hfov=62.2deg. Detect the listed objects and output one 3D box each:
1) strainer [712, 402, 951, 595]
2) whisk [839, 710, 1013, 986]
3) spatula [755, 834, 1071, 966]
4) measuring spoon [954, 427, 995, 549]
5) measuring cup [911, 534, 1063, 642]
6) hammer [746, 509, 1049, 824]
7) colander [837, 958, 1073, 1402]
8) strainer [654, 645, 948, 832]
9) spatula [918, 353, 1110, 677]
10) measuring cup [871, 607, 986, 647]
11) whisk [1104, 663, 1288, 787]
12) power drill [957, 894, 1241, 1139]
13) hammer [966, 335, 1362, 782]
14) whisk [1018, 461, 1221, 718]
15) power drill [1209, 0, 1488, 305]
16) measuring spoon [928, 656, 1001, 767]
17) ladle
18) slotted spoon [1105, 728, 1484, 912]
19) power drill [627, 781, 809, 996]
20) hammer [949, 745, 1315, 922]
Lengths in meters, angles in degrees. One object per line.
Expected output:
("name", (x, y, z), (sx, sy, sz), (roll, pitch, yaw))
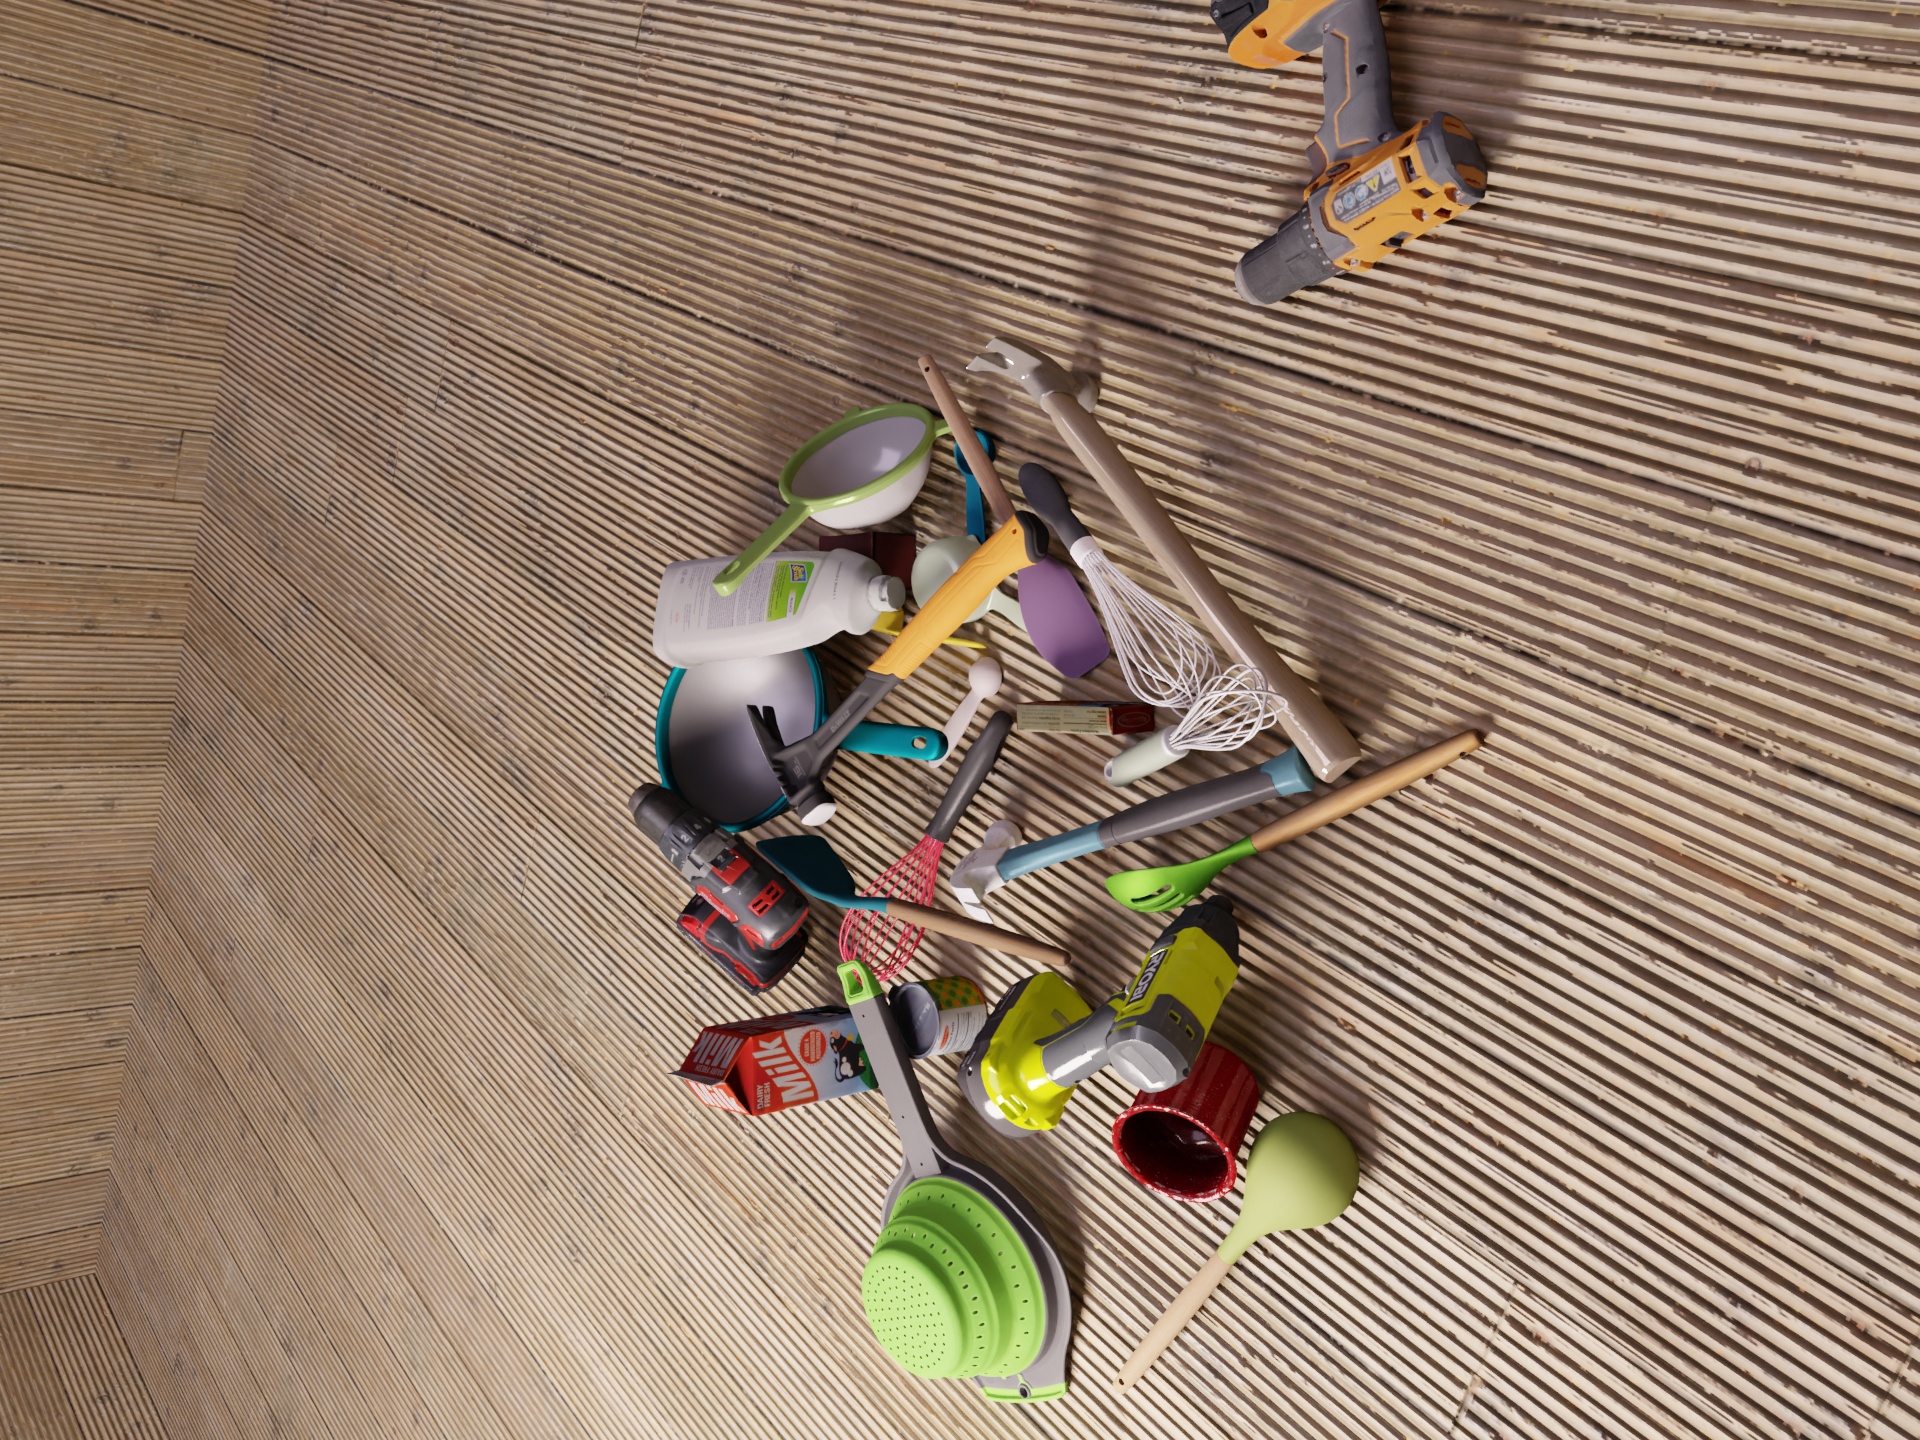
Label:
("strainer", (-0.113, -0.178, 1.390), (0.152, 0.256, 0.069), (17, 145, 45))
("whisk", (-0.029, 0.115, 1.390), (0.073, 0.073, 0.295), (44, 115, 37))
("spatula", (-0.038, 0.149, 1.316), (0.318, 0.082, 0.044), (11, 98, 39))
("measuring spoon", (0.019, -0.188, 1.374), (0.042, 0.021, 0.128), (6, 104, 44))
("measuring cup", (0.020, -0.100, 1.347), (0.168, 0.038, 0.083), (35, 122, 37))
("hammer", (-0.052, -0.059, 1.337), (0.337, 0.034, 0.127), (-44, 63, 26))
("colander", (-0.045, 0.397, 1.324), (0.204, 0.094, 0.397), (-27, 83, 44))
("strainer", (-0.133, 0.013, 1.479), (0.340, 0.095, 0.211), (6, 83, 35))
("spatula", (0.035, -0.176, 1.327), (0.060, 0.018, 0.316), (-34, 72, 25))
("measuring cup", (-0.039, -0.088, 1.412), (0.157, 0.062, 0.029), (12, 89, 35))
("whisk", (0.161, 0.013, 1.150), (0.246, 0.059, 0.058), (142, 133, -67))
("power drill", (0.111, 0.220, 1.187), (0.080, 0.171, 0.223), (46, 134, -9))
("hammer", (0.150, -0.124, 1.158), (0.038, 0.146, 0.411), (-45, 64, 24))
("whisk", (0.114, -0.109, 1.246), (0.070, 0.070, 0.285), (-55, 49, 31))
("power drill", (0.244, -0.413, 1.094), (0.185, 0.084, 0.226), (-24, 77, 45))
("measuring spoon", (-0.002, -0.004, 1.389), (0.034, 0.018, 0.124), (53, 126, 32))
("ladle", (0.193, 0.406, 1.180), (0.078, 0.062, 0.320), (46, 128, 27))
("slotted spoon", (0.230, 0.077, 1.128), (0.313, 0.070, 0.031), (-31, 50, 35))
("power drill", (-0.221, 0.153, 1.458), (0.188, 0.080, 0.226), (39, 160, 12))
("hammer", (0.123, 0.081, 1.209), (0.331, 0.128, 0.033), (-22, 106, 37))
